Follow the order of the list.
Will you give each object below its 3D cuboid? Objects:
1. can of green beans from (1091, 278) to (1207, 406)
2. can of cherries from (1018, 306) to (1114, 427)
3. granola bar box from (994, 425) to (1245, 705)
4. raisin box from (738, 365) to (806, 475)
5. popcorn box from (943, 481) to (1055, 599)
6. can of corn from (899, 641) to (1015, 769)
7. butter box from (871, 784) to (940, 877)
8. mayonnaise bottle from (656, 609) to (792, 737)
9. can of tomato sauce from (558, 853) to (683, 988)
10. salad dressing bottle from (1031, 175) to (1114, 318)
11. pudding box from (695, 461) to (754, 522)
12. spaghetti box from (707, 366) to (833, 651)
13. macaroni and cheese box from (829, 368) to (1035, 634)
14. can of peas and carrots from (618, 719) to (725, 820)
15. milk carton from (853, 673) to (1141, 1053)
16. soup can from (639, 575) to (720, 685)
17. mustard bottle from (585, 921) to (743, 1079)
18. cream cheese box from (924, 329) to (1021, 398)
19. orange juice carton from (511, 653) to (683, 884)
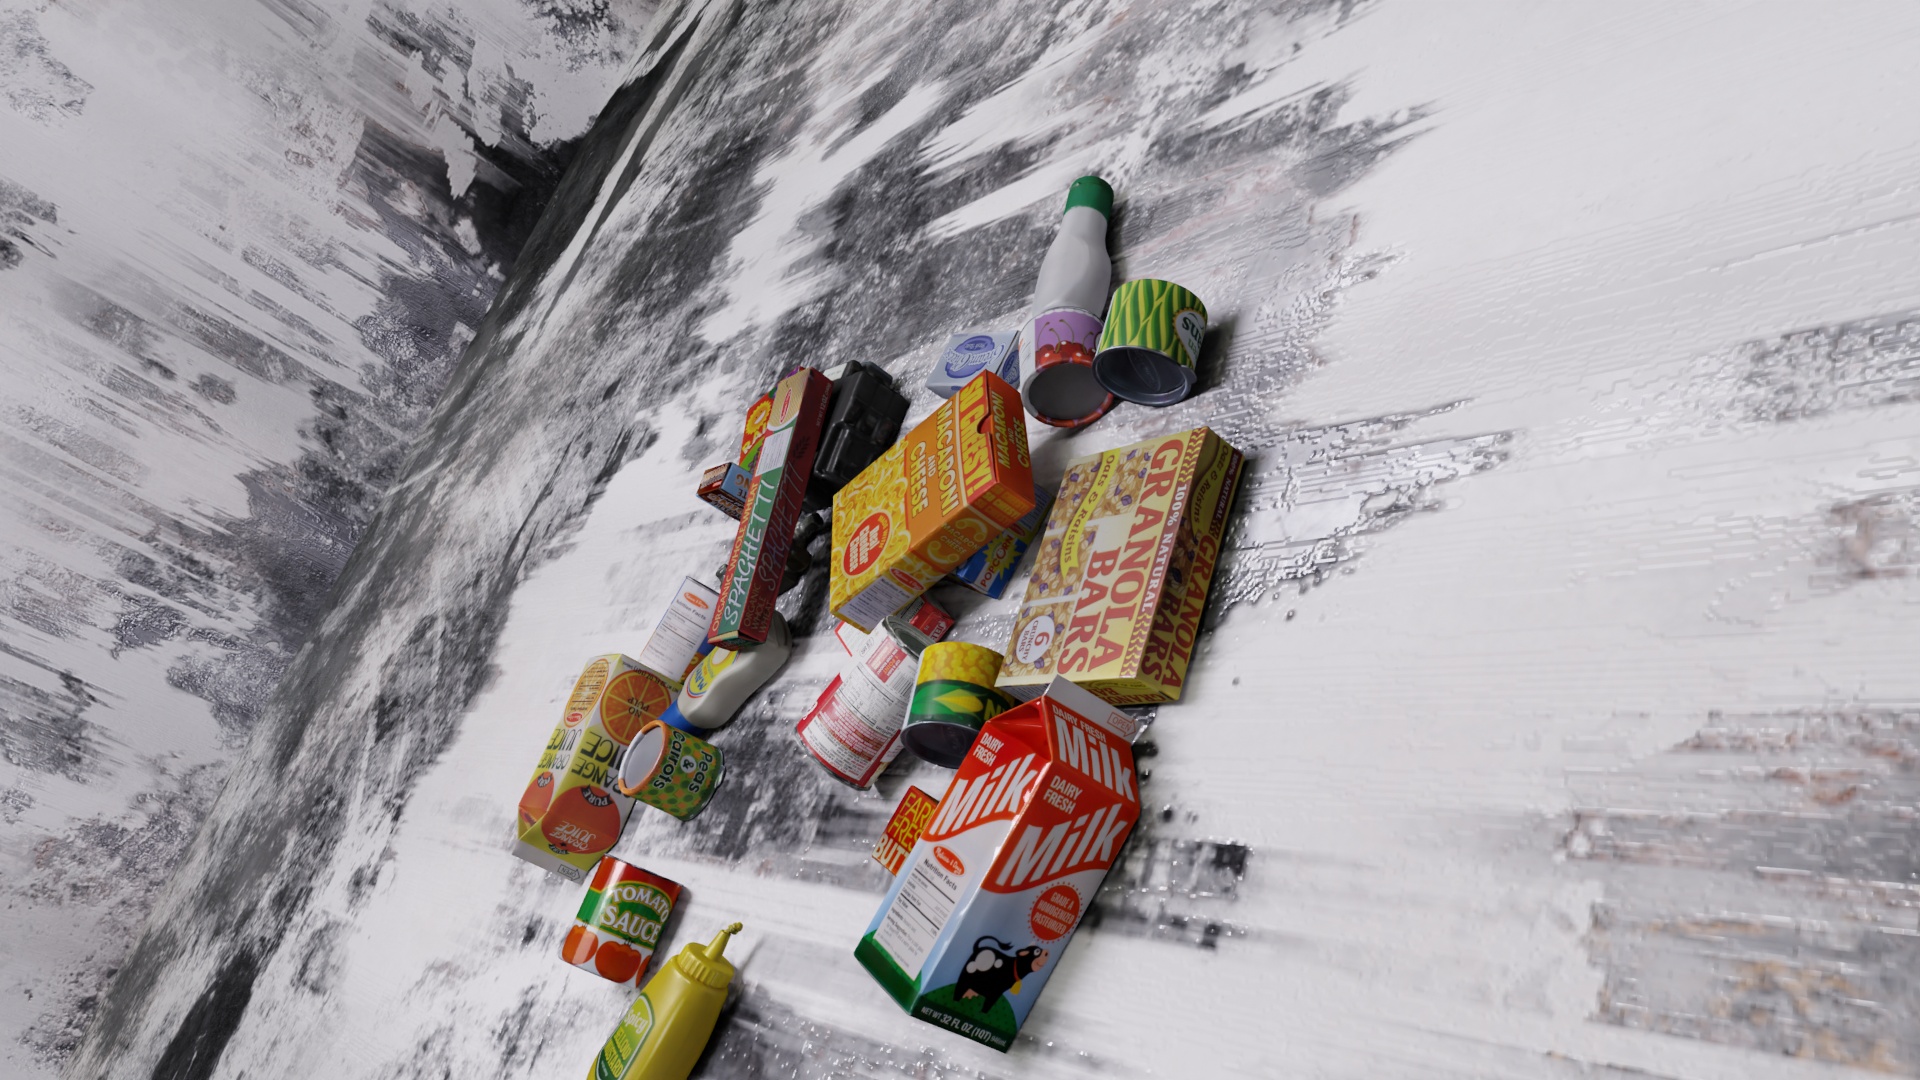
[{"bbox_3d":[0.126,-0.131,0.918,0.071,0.071,0.058,-14,49,49],"label":"can of green beans"},{"bbox_3d":[0.077,-0.122,0.982,0.071,0.071,0.059,-35,36,32],"label":"can of cherries"},{"bbox_3d":[0.097,0.019,0.841,0.124,0.039,0.166,-12,51,51],"label":"granola bar box"},{"bbox_3d":[-0.172,-0.098,1.342,0.086,0.040,0.124,-36,37,33],"label":"raisin box"},{"bbox_3d":[0.004,-0.013,1.007,0.085,0.038,0.127,-59,30,-8],"label":"popcorn box"},{"bbox_3d":[0.003,0.104,0.870,0.071,0.071,0.058,-24,43,43],"label":"can of corn"},{"bbox_3d":[-0.013,0.192,0.846,0.053,0.024,0.103,-60,30,-5],"label":"butter box"},{"bbox_3d":[-0.203,0.121,1.170,0.147,0.041,0.065,-45,34,17],"label":"mayonnaise bottle"},{"bbox_3d":[-0.259,0.291,1.061,0.071,0.071,0.083,-4,58,54],"label":"can of tomato sauce"},{"bbox_3d":[0.092,-0.221,1.078,0.064,0.044,0.148,-26,41,44],"label":"salad dressing bottle"},{"bbox_3d":[-0.193,-0.037,1.267,0.049,0.083,0.030,-10,53,51],"label":"pudding box"},{"bbox_3d":[-0.157,-0.028,1.158,0.050,0.028,0.251,-17,54,47],"label":"spaghetti box"},{"bbox_3d":[-0.024,-0.027,0.979,0.166,0.040,0.124,-38,35,28],"label":"macaroni and cheese box"},{"bbox_3d":[-0.236,0.187,1.136,0.070,0.058,0.071,-36,36,32],"label":"can of peas and carrots"},{"bbox_3d":[0.030,0.169,0.760,0.190,0.072,0.073,-60,30,-5],"label":"milk carton"},{"bbox_3d":[-0.233,0.084,1.230,0.084,0.071,0.071,-60,30,-6],"label":"soup can"},{"bbox_3d":[-0.199,0.328,0.955,0.160,0.049,0.065,-58,32,-3],"label":"mustard bottle"},{"bbox_3d":[0.015,-0.142,1.128,0.104,0.024,0.053,11,70,58],"label":"cream cheese box"},{"bbox_3d":[-0.328,0.203,1.241,0.073,0.071,0.193,-11,52,51],"label":"orange juice carton"}]
